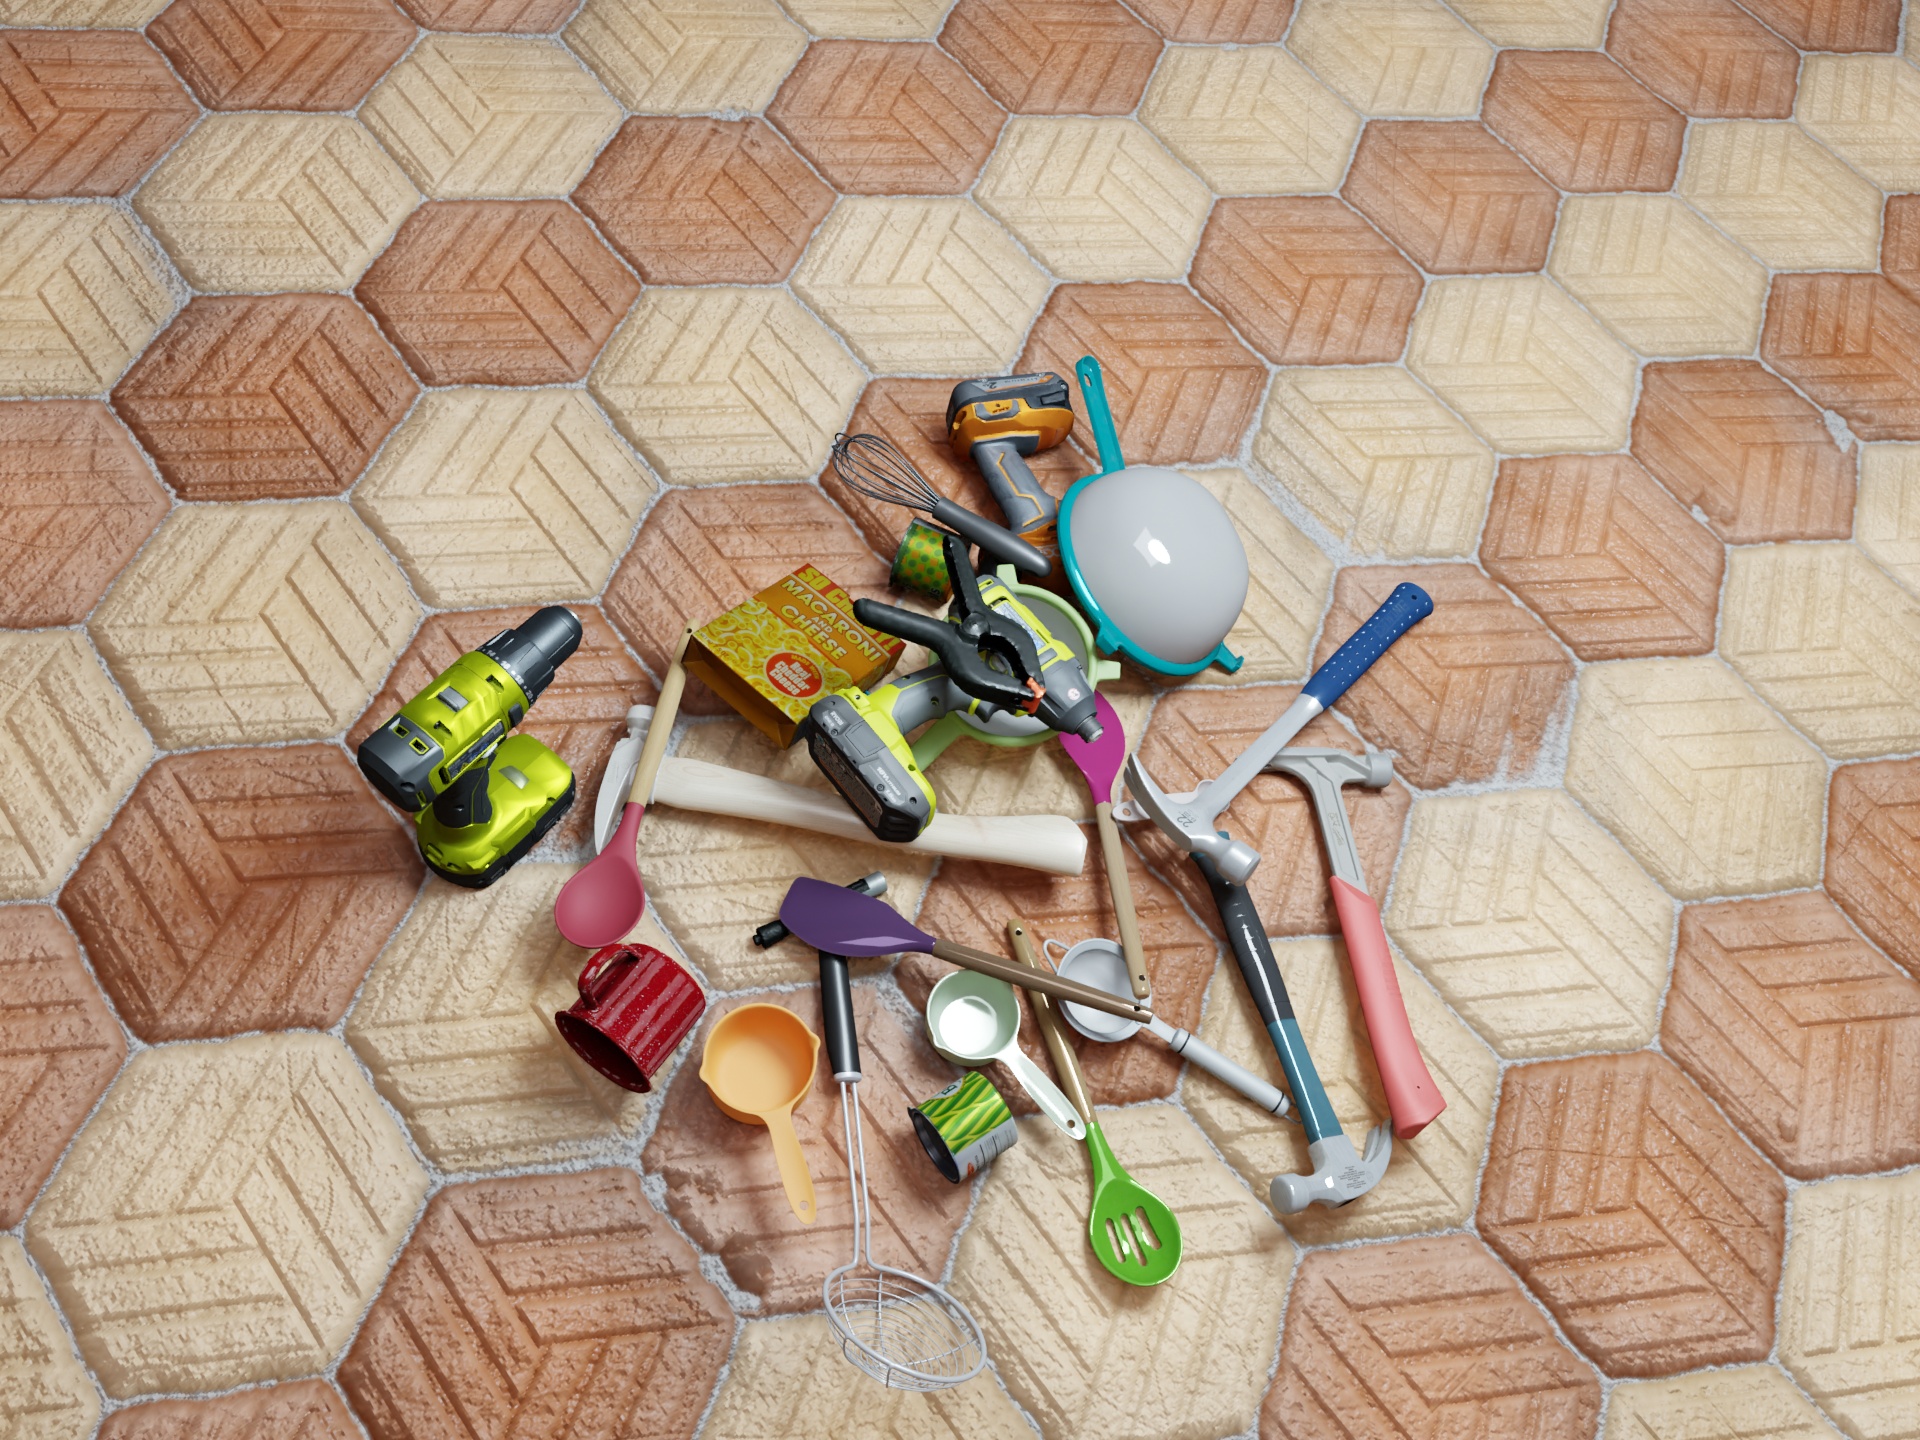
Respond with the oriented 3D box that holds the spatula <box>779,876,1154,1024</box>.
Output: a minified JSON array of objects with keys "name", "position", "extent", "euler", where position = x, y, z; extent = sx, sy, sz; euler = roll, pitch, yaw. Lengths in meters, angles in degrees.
[{"name":"spatula","position":[0.002,0.193,1.287],"extent":[0.316,0.018,0.060],"euler":[16,58,11]}]

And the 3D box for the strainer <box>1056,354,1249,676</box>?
[{"name":"strainer","position":[0.181,-0.211,1.474],"extent":[0.210,0.095,0.341],"euler":[5,63,-41]}]

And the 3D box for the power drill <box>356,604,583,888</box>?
[{"name":"power drill","position":[-0.365,0.022,1.247],"extent":[0.080,0.228,0.190],"euler":[36,63,12]}]

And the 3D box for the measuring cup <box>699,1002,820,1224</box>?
[{"name":"measuring cup","position":[-0.143,0.307,1.226],"extent":[0.095,0.052,0.174],"euler":[-14,66,-16]}]

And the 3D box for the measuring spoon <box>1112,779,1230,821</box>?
[{"name":"measuring spoon","position":[0.184,0.077,1.407],"extent":[0.124,0.018,0.034],"euler":[-8,60,-27]}]

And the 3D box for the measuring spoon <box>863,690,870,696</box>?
[{"name":"measuring spoon","position":[-0.117,-0.046,1.447],"extent":[0.042,0.021,0.129],"euler":[-5,51,-31]}]

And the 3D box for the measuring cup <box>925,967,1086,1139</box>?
[{"name":"measuring cup","position":[0.038,0.275,1.279],"extent":[0.083,0.038,0.168],"euler":[-37,74,-24]}]

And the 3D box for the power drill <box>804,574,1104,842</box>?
[{"name":"power drill","position":[-0.002,-0.004,1.332],"extent":[0.223,0.080,0.171],"euler":[-35,73,-22]}]

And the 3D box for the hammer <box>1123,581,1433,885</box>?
[{"name":"hammer","position":[0.309,-0.014,1.450],"extent":[0.144,0.035,0.405],"euler":[37,55,20]}]

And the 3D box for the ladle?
[{"name":"ladle","position":[-0.264,0.047,1.321],"extent":[0.069,0.031,0.316],"euler":[12,61,0]}]

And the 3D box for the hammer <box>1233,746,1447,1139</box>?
[{"name":"hammer","position":[0.334,0.178,1.356],"extent":[0.149,0.036,0.359],"euler":[0,55,-9]}]

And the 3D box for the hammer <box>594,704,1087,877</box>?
[{"name":"hammer","position":[-0.100,0.089,1.340],"extent":[0.410,0.038,0.146],"euler":[10,62,3]}]

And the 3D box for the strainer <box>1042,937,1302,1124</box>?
[{"name":"strainer","position":[0.171,0.260,1.305],"extent":[0.258,0.050,0.087],"euler":[32,59,3]}]

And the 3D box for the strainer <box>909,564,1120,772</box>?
[{"name":"strainer","position":[0.010,-0.005,1.423],"extent":[0.256,0.069,0.151],"euler":[-44,76,-8]}]

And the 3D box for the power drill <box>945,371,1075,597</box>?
[{"name":"power drill","position":[0.081,-0.222,1.536],"extent":[0.164,0.084,0.227],"euler":[-9,67,-13]}]

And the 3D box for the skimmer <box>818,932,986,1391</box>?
[{"name":"skimmer","position":[-0.061,0.321,1.208],"extent":[0.127,0.090,0.364],"euler":[16,51,-37]}]

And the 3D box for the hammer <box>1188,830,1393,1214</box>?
[{"name":"hammer","position":[0.260,0.239,1.319],"extent":[0.128,0.033,0.331],"euler":[1,55,-29]}]

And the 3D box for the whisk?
[{"name":"whisk","position":[-0.018,-0.197,1.455],"extent":[0.239,0.055,0.055],"euler":[32,62,8]}]

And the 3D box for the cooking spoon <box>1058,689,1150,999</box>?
[{"name":"cooking spoon","position":[0.128,0.096,1.379],"extent":[0.068,0.017,0.319],"euler":[5,51,-18]}]

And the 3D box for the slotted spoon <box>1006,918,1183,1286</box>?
[{"name":"slotted spoon","position":[0.096,0.301,1.279],"extent":[0.070,0.031,0.314],"euler":[-15,63,-13]}]
